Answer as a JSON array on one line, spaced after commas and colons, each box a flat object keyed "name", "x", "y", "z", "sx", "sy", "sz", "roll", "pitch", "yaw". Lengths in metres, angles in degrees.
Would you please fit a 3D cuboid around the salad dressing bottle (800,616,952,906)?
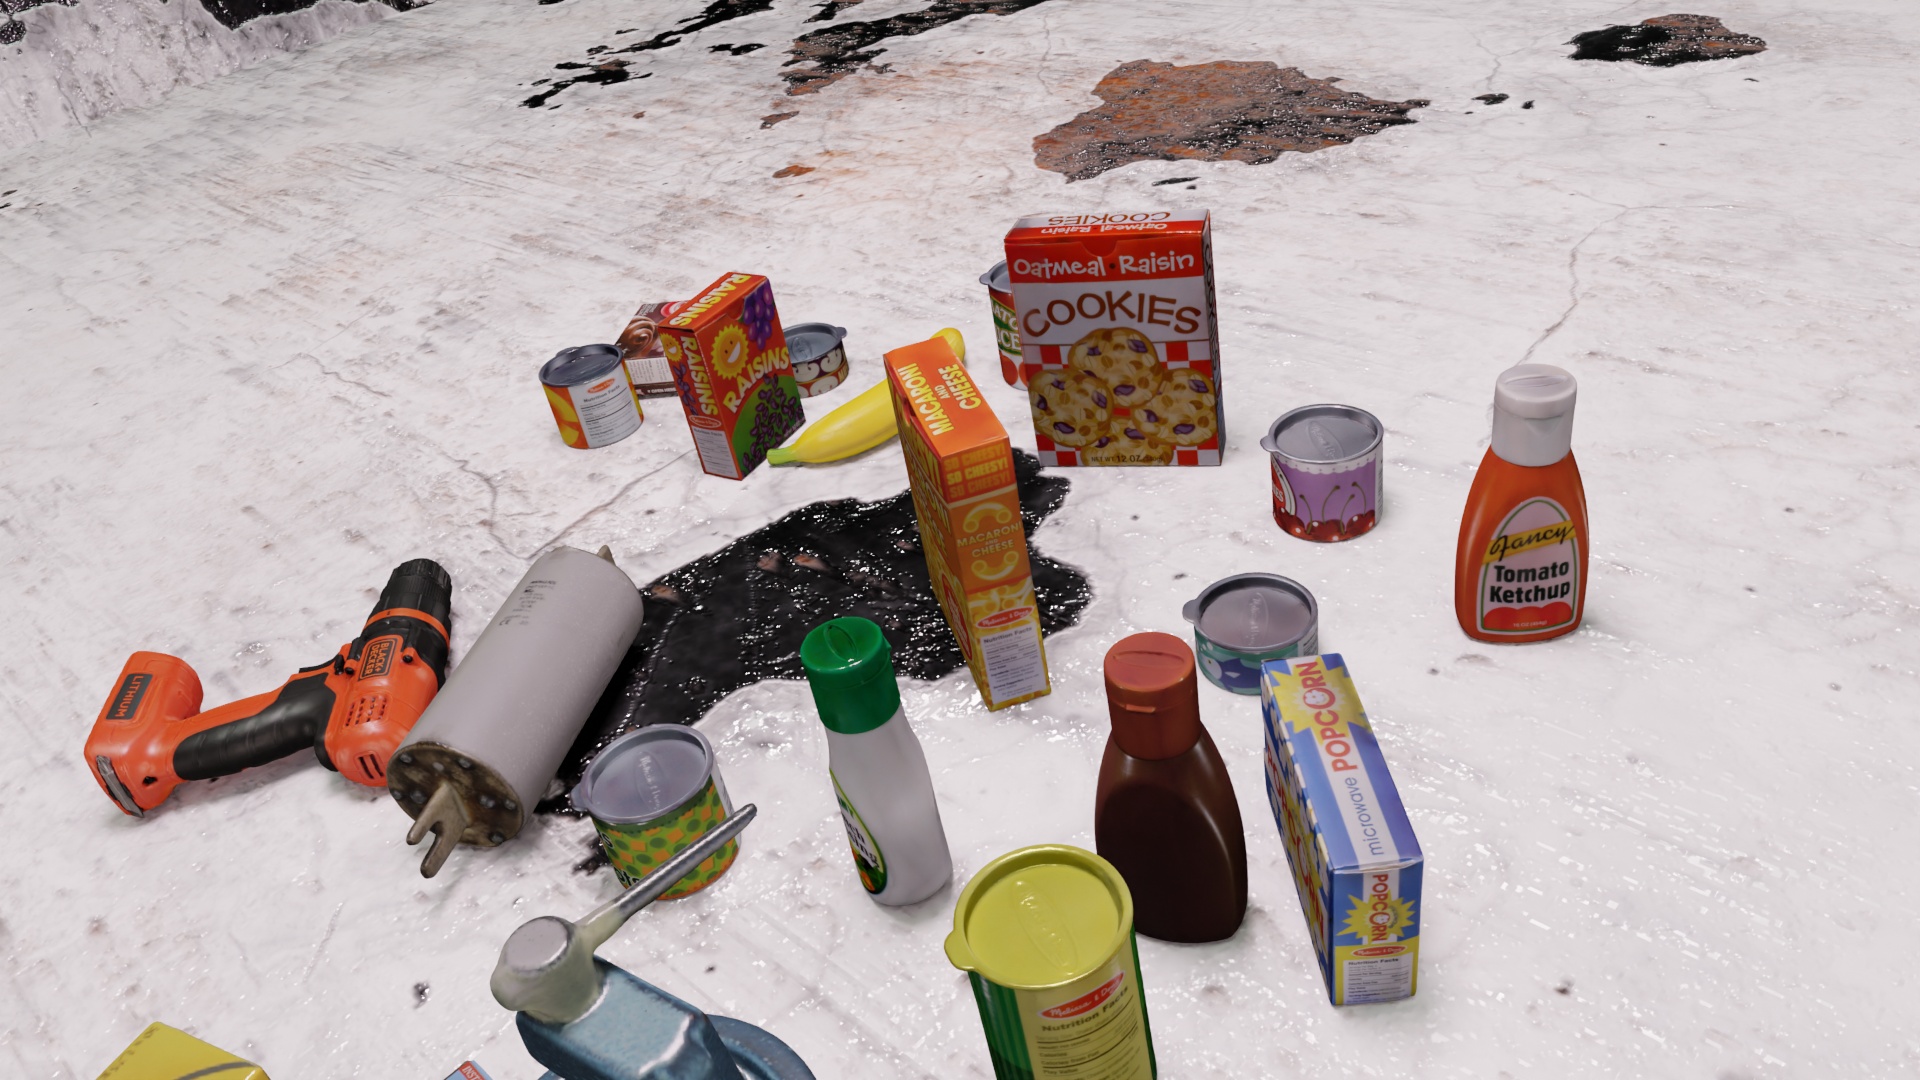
[{"name": "salad dressing bottle", "x": -0.038, "y": 0.101, "z": 0.628, "sx": 0.044, "sy": 0.147, "sz": 0.064, "roll": -22, "pitch": 36, "yaw": -15}]

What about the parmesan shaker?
[{"name": "parmesan shaker", "x": 0.036, "y": 0.178, "z": 0.537, "sx": 0.071, "sy": 0.102, "sz": 0.072, "roll": -8, "pitch": 35, "yaw": 6}]

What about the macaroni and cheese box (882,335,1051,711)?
[{"name": "macaroni and cheese box", "x": 0.003, "y": -0.009, "z": 0.755, "sx": 0.040, "sy": 0.165, "sz": 0.124, "roll": -17, "pitch": 35, "yaw": -8}]

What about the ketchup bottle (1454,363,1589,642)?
[{"name": "ketchup bottle", "x": 0.285, "y": -0.017, "z": 0.701, "sx": 0.065, "sy": 0.148, "sz": 0.044, "roll": -6, "pitch": 35, "yaw": 9}]

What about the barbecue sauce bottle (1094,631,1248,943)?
[{"name": "barbecue sauce bottle", "x": 0.086, "y": 0.106, "z": 0.585, "sx": 0.065, "sy": 0.147, "sz": 0.044, "roll": 4, "pitch": 38, "yaw": 21}]

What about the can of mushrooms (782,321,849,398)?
[{"name": "can of mushrooms", "x": -0.120, "y": -0.143, "z": 1.094, "sx": 0.071, "sy": 0.033, "sz": 0.071, "roll": -8, "pitch": 35, "yaw": 6}]

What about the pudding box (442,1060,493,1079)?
[{"name": "pudding box", "x": -0.175, "y": 0.248, "z": 0.545, "sx": 0.084, "sy": 0.049, "sz": 0.030, "roll": 23, "pitch": 48, "yaw": 39}]

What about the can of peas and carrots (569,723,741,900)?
[{"name": "can of peas and carrots", "x": -0.150, "y": 0.136, "z": 0.688, "sx": 0.071, "sy": 0.058, "sz": 0.071, "roll": -8, "pitch": 35, "yaw": 6}]

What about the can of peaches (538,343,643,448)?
[{"name": "can of peaches", "x": -0.286, "y": -0.113, "z": 1.078, "sx": 0.071, "sy": 0.057, "sz": 0.071, "roll": -8, "pitch": 35, "yaw": 6}]

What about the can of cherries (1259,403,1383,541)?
[{"name": "can of cherries", "x": 0.216, "y": -0.041, "z": 0.832, "sx": 0.071, "sy": 0.058, "sz": 0.072, "roll": -8, "pitch": 35, "yaw": 6}]

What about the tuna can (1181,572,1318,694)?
[{"name": "tuna can", "x": 0.156, "y": 0.050, "z": 0.745, "sx": 0.071, "sy": 0.032, "sz": 0.071, "roll": -8, "pitch": 35, "yaw": 6}]

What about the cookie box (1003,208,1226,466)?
[{"name": "cookie box", "x": 0.102, "y": -0.126, "z": 0.890, "sx": 0.123, "sy": 0.166, "sz": 0.040, "roll": 1, "pitch": 37, "yaw": 17}]

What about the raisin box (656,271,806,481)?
[{"name": "raisin box", "x": -0.161, "y": -0.118, "z": 0.992, "sx": 0.040, "sy": 0.122, "sz": 0.086, "roll": 12, "pitch": 41, "yaw": 30}]

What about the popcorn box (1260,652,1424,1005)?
[{"name": "popcorn box", "x": 0.161, "y": 0.121, "z": 0.597, "sx": 0.038, "sy": 0.084, "sz": 0.127, "roll": -9, "pitch": 35, "yaw": 4}]

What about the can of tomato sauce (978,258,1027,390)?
[{"name": "can of tomato sauce", "x": 0.056, "y": -0.161, "z": 1.027, "sx": 0.071, "sy": 0.082, "sz": 0.071, "roll": -8, "pitch": 35, "yaw": 6}]
